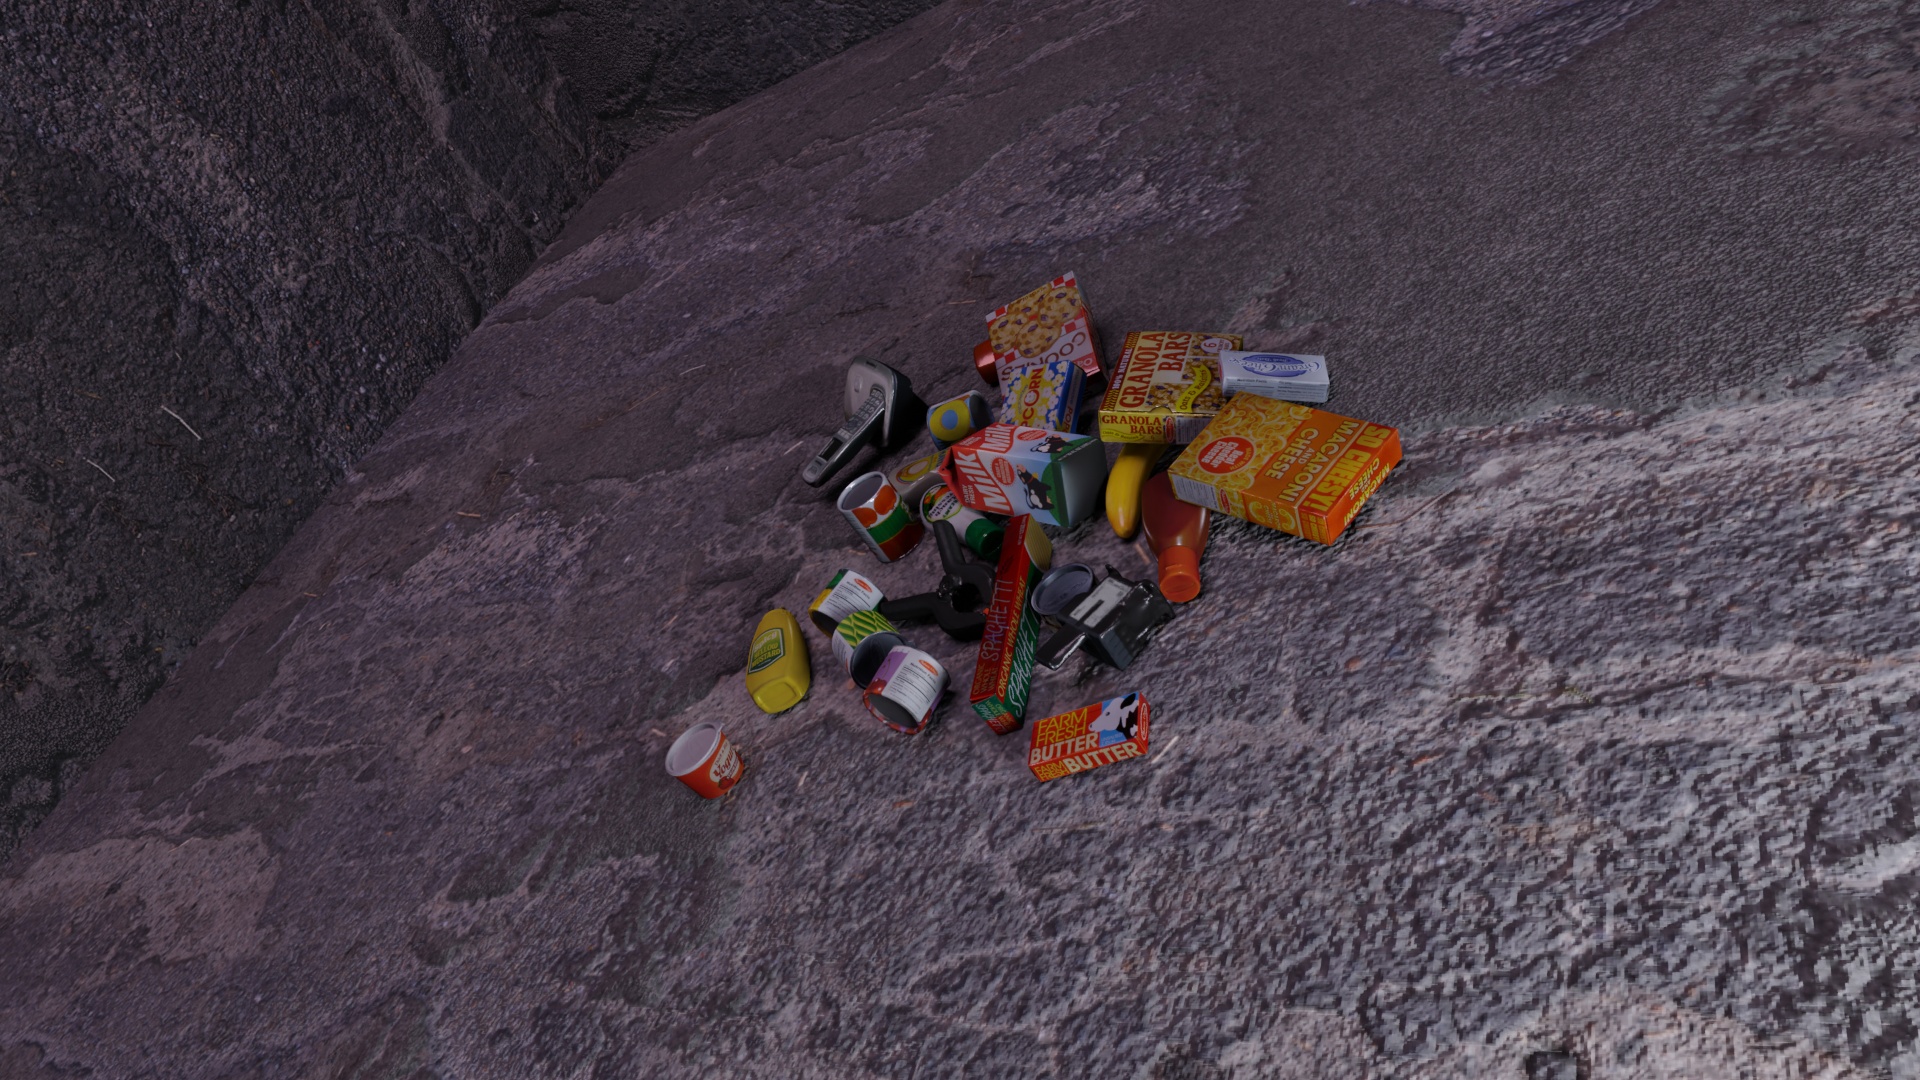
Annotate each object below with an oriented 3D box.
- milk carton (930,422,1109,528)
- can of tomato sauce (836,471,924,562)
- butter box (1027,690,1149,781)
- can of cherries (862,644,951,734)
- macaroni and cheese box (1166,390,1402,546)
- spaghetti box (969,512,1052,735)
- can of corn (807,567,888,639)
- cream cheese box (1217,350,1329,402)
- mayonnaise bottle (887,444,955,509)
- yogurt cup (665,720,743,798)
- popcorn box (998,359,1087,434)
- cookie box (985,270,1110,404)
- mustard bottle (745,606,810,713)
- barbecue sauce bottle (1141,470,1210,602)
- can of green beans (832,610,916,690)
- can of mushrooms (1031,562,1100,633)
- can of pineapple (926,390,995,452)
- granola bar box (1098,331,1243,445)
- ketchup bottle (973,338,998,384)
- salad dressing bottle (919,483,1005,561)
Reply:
[{"bbox_3d":[0.058,-0.073,1.450,0.190,0.073,0.073,13,33,43],"label":"milk carton"},{"bbox_3d":[-0.089,-0.028,1.565,0.071,0.083,0.071,-26,33,18],"label":"can of tomato sauce"},{"bbox_3d":[0.108,0.165,1.168,0.103,0.024,0.053,-20,34,24],"label":"butter box"},{"bbox_3d":[-0.052,0.143,1.319,0.071,0.071,0.059,-1,46,44],"label":"can of cherries"},{"bbox_3d":[0.291,-0.068,1.251,0.166,0.040,0.124,21,57,41],"label":"macaroni and cheese box"},{"bbox_3d":[0.051,0.074,1.322,0.028,0.050,0.251,-20,35,27],"label":"spaghetti box"},{"bbox_3d":[-0.120,0.074,1.479,0.071,0.071,0.058,7,51,49],"label":"can of corn"},{"bbox_3d":[0.307,-0.162,1.366,0.104,0.024,0.054,4,40,2],"label":"cream cheese box"},{"bbox_3d":[-0.015,-0.081,1.604,0.148,0.041,0.065,-22,32,24],"label":"mayonnaise bottle"},{"bbox_3d":[-0.259,0.227,1.417,0.072,0.053,0.073,-25,32,18],"label":"yogurt cup"},{"bbox_3d":[0.086,-0.133,1.537,0.085,0.038,0.127,-3,66,41],"label":"popcorn box"},{"bbox_3d":[0.101,-0.226,1.642,0.123,0.040,0.168,-25,50,19],"label":"cookie box"},{"bbox_3d":[-0.199,0.119,1.508,0.065,0.048,0.161,-28,32,11],"label":"mustard bottle"},{"bbox_3d":[0.201,-0.006,1.289,0.065,0.043,0.149,-18,36,20],"label":"barbecue sauce bottle"},{"bbox_3d":[-0.089,0.110,1.396,0.071,0.071,0.058,-40,31,-6],"label":"can of green beans"},{"bbox_3d":[0.103,0.054,1.313,0.071,0.033,0.071,-26,33,18],"label":"can of mushrooms"},{"bbox_3d":[0.002,-0.136,1.641,0.057,0.070,0.071,-19,35,27],"label":"can of pineapple"},{"bbox_3d":[0.218,-0.159,1.422,0.124,0.038,0.166,4,37,16],"label":"granola bar box"},{"bbox_3d":[0.089,-0.250,1.727,0.148,0.043,0.065,-25,34,18],"label":"ketchup bottle"},{"bbox_3d":[0.005,-0.019,1.498,0.064,0.044,0.148,-43,32,-6],"label":"salad dressing bottle"}]
